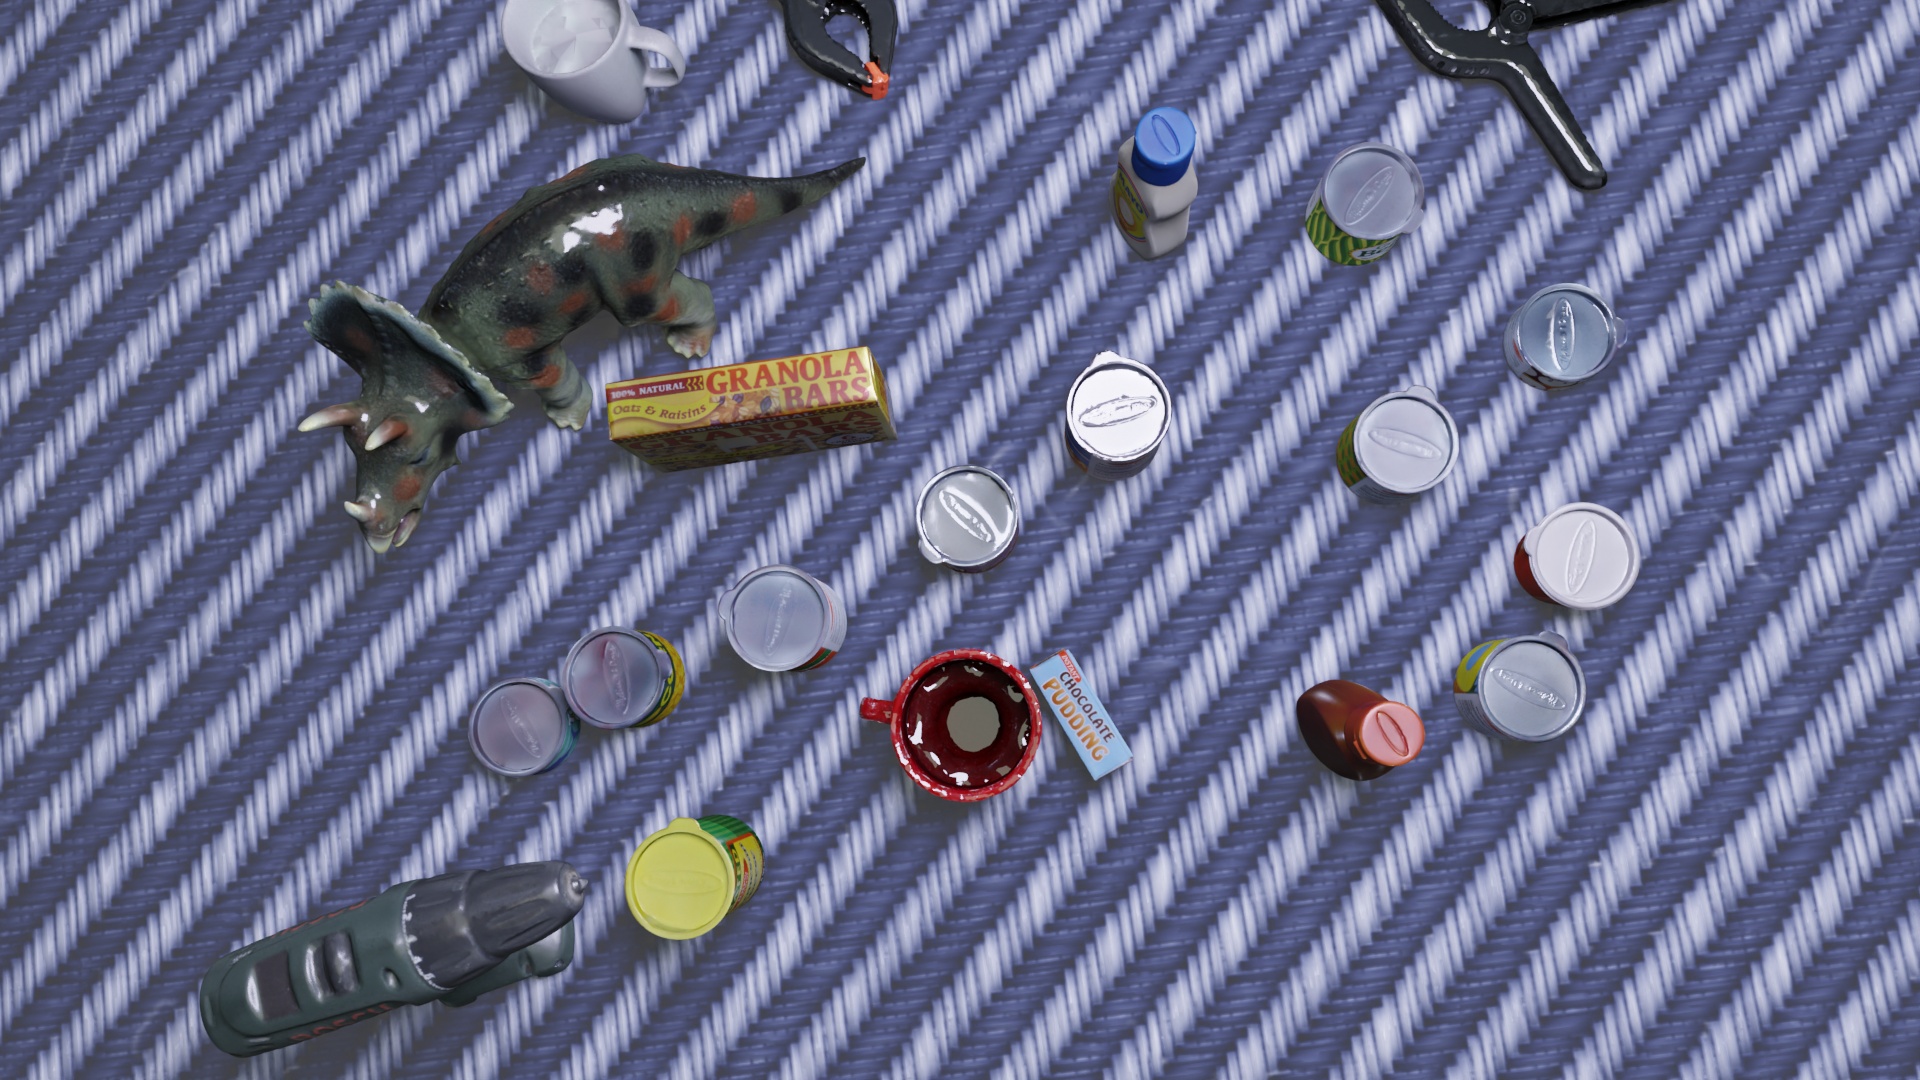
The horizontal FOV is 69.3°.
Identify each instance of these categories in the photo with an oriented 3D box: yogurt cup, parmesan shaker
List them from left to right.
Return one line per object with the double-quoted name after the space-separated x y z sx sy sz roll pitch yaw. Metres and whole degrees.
-0.163 0.206 0.874 0.071 0.103 0.071 0 83 3 "parmesan shaker"
0.392 0.012 0.894 0.072 0.054 0.072 0 83 3 "yogurt cup"

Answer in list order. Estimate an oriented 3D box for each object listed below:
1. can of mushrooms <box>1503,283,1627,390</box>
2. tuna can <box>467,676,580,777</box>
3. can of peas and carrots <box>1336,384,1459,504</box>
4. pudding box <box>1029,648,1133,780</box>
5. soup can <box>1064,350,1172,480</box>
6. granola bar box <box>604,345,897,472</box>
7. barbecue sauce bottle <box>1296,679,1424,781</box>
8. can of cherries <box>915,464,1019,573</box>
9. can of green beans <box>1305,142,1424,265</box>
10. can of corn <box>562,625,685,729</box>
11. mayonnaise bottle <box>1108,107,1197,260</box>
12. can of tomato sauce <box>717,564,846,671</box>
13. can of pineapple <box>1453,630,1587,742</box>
0.400 -0.134 0.922 0.071 0.033 0.071 0 83 3 "can of mushrooms"
-0.288 0.122 0.926 0.071 0.033 0.071 0 83 3 "tuna can"
0.284 -0.062 0.906 0.071 0.058 0.071 0 83 3 "can of peas and carrots"
0.078 0.112 0.900 0.030 0.049 0.084 -31 82 -1 "pudding box"
0.101 -0.080 0.905 0.071 0.083 0.071 0 83 3 "soup can"
-0.130 -0.083 0.898 0.166 0.124 0.039 -8 83 2 "granola bar box"
0.242 0.116 0.841 0.044 0.148 0.065 -30 83 0 "barbecue sauce bottle"
0.003 -0.011 0.915 0.071 0.058 0.071 0 83 3 "can of cherries"
0.268 -0.223 0.928 0.071 0.058 0.071 0 83 3 "can of green beans"
-0.217 0.090 0.914 0.071 0.058 0.071 0 83 3 "can of corn"
0.124 -0.231 0.891 0.041 0.148 0.065 -28 83 0 "mayonnaise bottle"
-0.113 0.052 0.900 0.071 0.083 0.071 0 83 3 "can of tomato sauce"
0.356 0.093 0.883 0.071 0.058 0.071 0 83 3 "can of pineapple"
